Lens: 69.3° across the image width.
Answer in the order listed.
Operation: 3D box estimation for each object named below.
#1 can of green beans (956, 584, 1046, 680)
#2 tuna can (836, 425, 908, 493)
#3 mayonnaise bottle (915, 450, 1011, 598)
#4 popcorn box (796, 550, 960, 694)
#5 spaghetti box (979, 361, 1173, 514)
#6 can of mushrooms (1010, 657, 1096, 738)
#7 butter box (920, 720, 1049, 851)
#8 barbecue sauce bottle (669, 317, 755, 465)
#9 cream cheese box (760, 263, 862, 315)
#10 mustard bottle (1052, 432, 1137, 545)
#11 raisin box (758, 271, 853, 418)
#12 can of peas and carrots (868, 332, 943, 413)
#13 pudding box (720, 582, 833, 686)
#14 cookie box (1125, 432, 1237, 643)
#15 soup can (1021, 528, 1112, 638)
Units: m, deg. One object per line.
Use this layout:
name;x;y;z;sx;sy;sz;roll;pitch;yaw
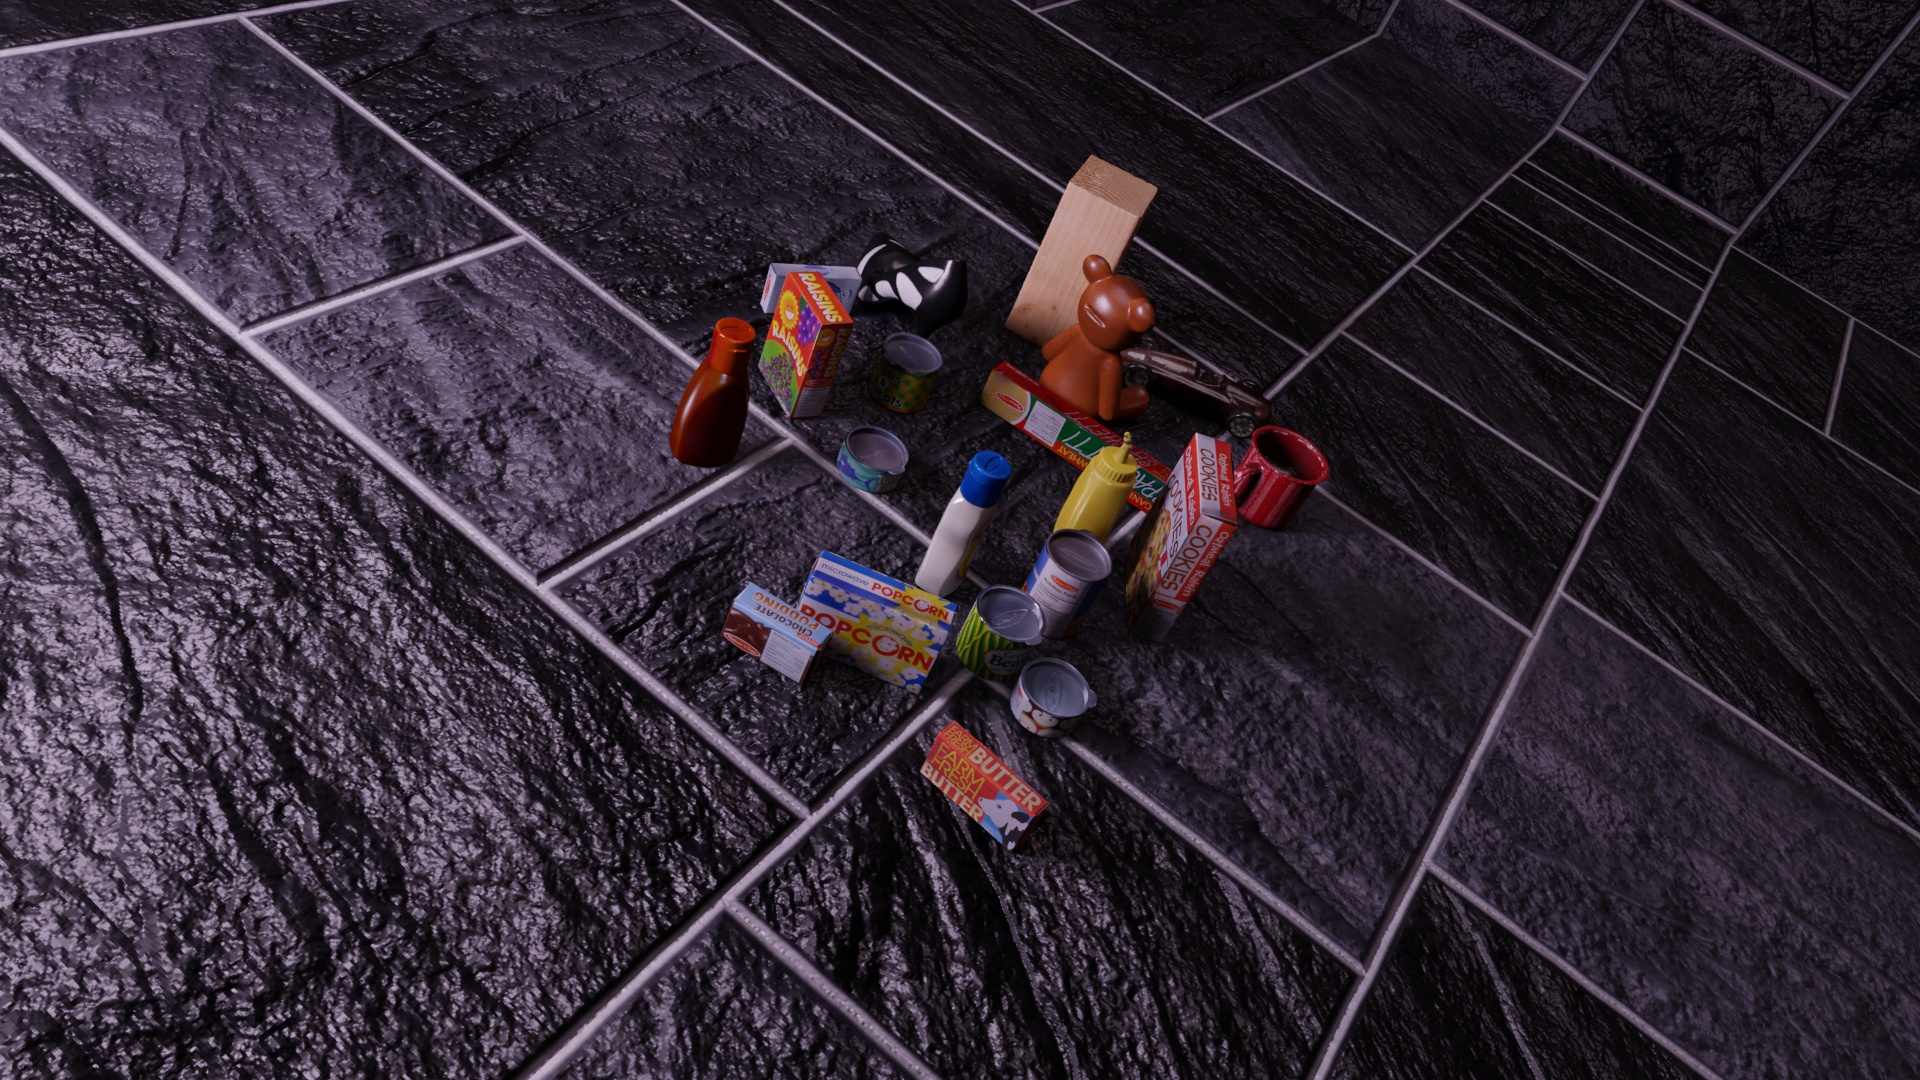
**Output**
can of green beans;0.036;0.083;1.239;0.071;0.057;0.071;14;41;-13
tuna can;-0.085;-0.078;1.370;0.071;0.032;0.071;14;41;-13
mayonnaise bottle;0.004;-0.016;1.260;0.041;0.147;0.065;33;41;9
popcorn box;-0.075;0.070;1.176;0.127;0.084;0.038;23;40;-3
spaghetti box;0.134;-0.105;1.497;0.250;0.049;0.029;35;41;11
can of mushrooms;0.081;0.139;1.220;0.071;0.033;0.071;14;41;-13
butter box;0.018;0.197;1.111;0.103;0.052;0.024;39;42;16
barbecue sauce bottle;-0.222;-0.135;1.272;0.065;0.147;0.044;-4;48;-31
cream cheese box;-0.164;-0.275;1.525;0.104;0.053;0.024;-4;48;-30
mustard bottle;0.135;-0.041;1.344;0.049;0.159;0.066;18;41;-9
raisin box;-0.155;-0.195;1.390;0.040;0.122;0.086;-7;50;-33
can of peas and carrots;-0.060;-0.176;1.468;0.071;0.058;0.071;14;41;-13
pudding box;-0.153;0.078;1.155;0.084;0.049;0.030;30;40;5
cookie box;0.211;-0.002;1.335;0.040;0.166;0.123;18;41;-9
soup can;0.097;0.039;1.297;0.071;0.083;0.072;14;41;-13
